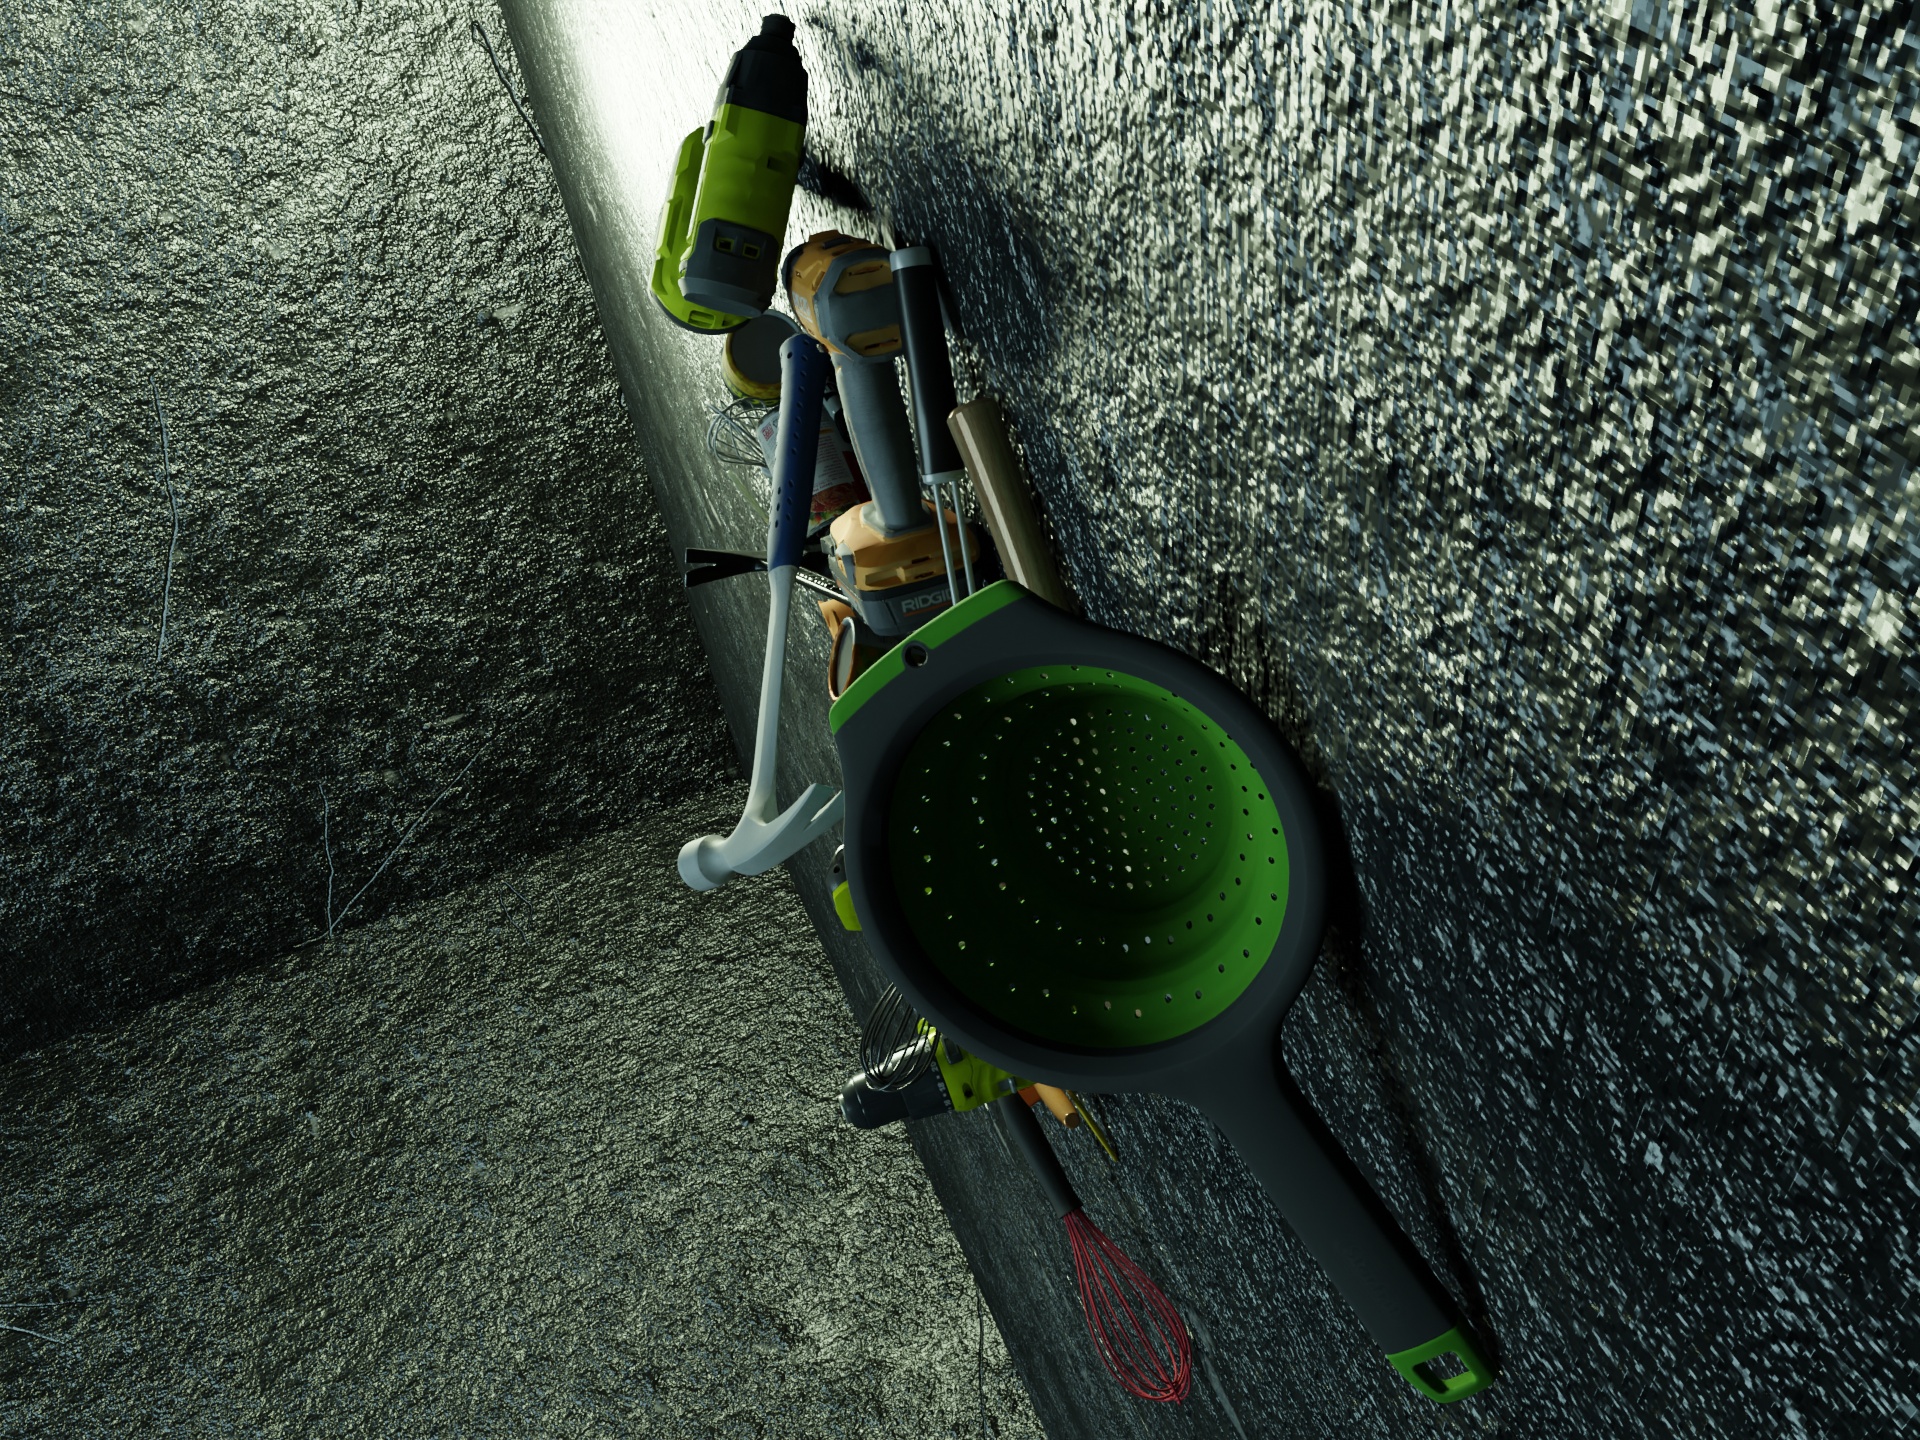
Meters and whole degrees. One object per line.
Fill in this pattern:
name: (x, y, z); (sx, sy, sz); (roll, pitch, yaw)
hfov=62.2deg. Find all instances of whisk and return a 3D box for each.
whisk: (-0.016, 0.157, 1.150); (0.055, 0.055, 0.239); (94, -165, -65)
whisk: (-0.160, -0.219, 1.338); (0.059, 0.058, 0.246); (39, 180, 13)
whisk: (0.100, 0.420, 1.300); (0.296, 0.073, 0.073); (59, 166, 21)

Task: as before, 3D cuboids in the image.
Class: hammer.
hammer: (0.062, -0.010, 0.842); (0.130, 0.031, 0.331); (168, 81, -78)
hammer: (-0.074, -0.085, 1.127); (0.409, 0.149, 0.036); (28, 118, 60)
hammer: (-0.116, -0.092, 1.075); (0.144, 0.035, 0.406); (-22, 55, 41)

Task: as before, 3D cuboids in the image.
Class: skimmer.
skimmer: (-0.008, -0.078, 0.906); (0.090, 0.127, 0.363); (-152, 52, -73)

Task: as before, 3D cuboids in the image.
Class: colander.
colander: (0.108, 0.115, 0.692); (0.397, 0.204, 0.094); (54, -156, -3)

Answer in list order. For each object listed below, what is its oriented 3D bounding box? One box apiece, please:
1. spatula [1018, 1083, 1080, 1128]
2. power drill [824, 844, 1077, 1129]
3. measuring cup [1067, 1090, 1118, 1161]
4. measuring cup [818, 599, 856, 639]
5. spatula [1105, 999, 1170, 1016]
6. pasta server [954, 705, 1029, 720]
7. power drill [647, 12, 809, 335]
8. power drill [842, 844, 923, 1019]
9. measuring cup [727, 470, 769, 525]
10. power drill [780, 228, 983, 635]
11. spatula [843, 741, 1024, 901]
spatula: (0.064, 0.314, 1.345); (0.081, 0.041, 0.322); (57, 174, 1)
power drill: (-0.023, 0.192, 1.212); (0.080, 0.190, 0.229); (77, 171, -52)
measuring cup: (0.093, 0.281, 1.261); (0.156, 0.029, 0.062); (58, 173, -8)
measuring cup: (-0.076, -0.072, 1.275); (0.173, 0.052, 0.095); (100, 147, -80)
spatula: (0.109, 0.176, 0.973); (0.060, 0.018, 0.316); (41, 171, -4)
pasta server: (-0.002, -0.004, 1.143); (0.060, 0.040, 0.316); (47, 166, -11)
power drill: (-0.144, -0.336, 1.017); (0.223, 0.080, 0.171); (-161, 82, -74)
power drill: (-0.060, 0.199, 1.666); (0.226, 0.084, 0.164); (78, 167, -53)
measuring cup: (-0.142, -0.171, 1.352); (0.083, 0.038, 0.167); (55, -176, 38)
power drill: (-0.059, -0.185, 0.976); (0.185, 0.084, 0.226); (-129, 24, -62)
spatula: (0.007, 0.078, 1.059); (0.044, 0.082, 0.317); (29, 169, 23)
